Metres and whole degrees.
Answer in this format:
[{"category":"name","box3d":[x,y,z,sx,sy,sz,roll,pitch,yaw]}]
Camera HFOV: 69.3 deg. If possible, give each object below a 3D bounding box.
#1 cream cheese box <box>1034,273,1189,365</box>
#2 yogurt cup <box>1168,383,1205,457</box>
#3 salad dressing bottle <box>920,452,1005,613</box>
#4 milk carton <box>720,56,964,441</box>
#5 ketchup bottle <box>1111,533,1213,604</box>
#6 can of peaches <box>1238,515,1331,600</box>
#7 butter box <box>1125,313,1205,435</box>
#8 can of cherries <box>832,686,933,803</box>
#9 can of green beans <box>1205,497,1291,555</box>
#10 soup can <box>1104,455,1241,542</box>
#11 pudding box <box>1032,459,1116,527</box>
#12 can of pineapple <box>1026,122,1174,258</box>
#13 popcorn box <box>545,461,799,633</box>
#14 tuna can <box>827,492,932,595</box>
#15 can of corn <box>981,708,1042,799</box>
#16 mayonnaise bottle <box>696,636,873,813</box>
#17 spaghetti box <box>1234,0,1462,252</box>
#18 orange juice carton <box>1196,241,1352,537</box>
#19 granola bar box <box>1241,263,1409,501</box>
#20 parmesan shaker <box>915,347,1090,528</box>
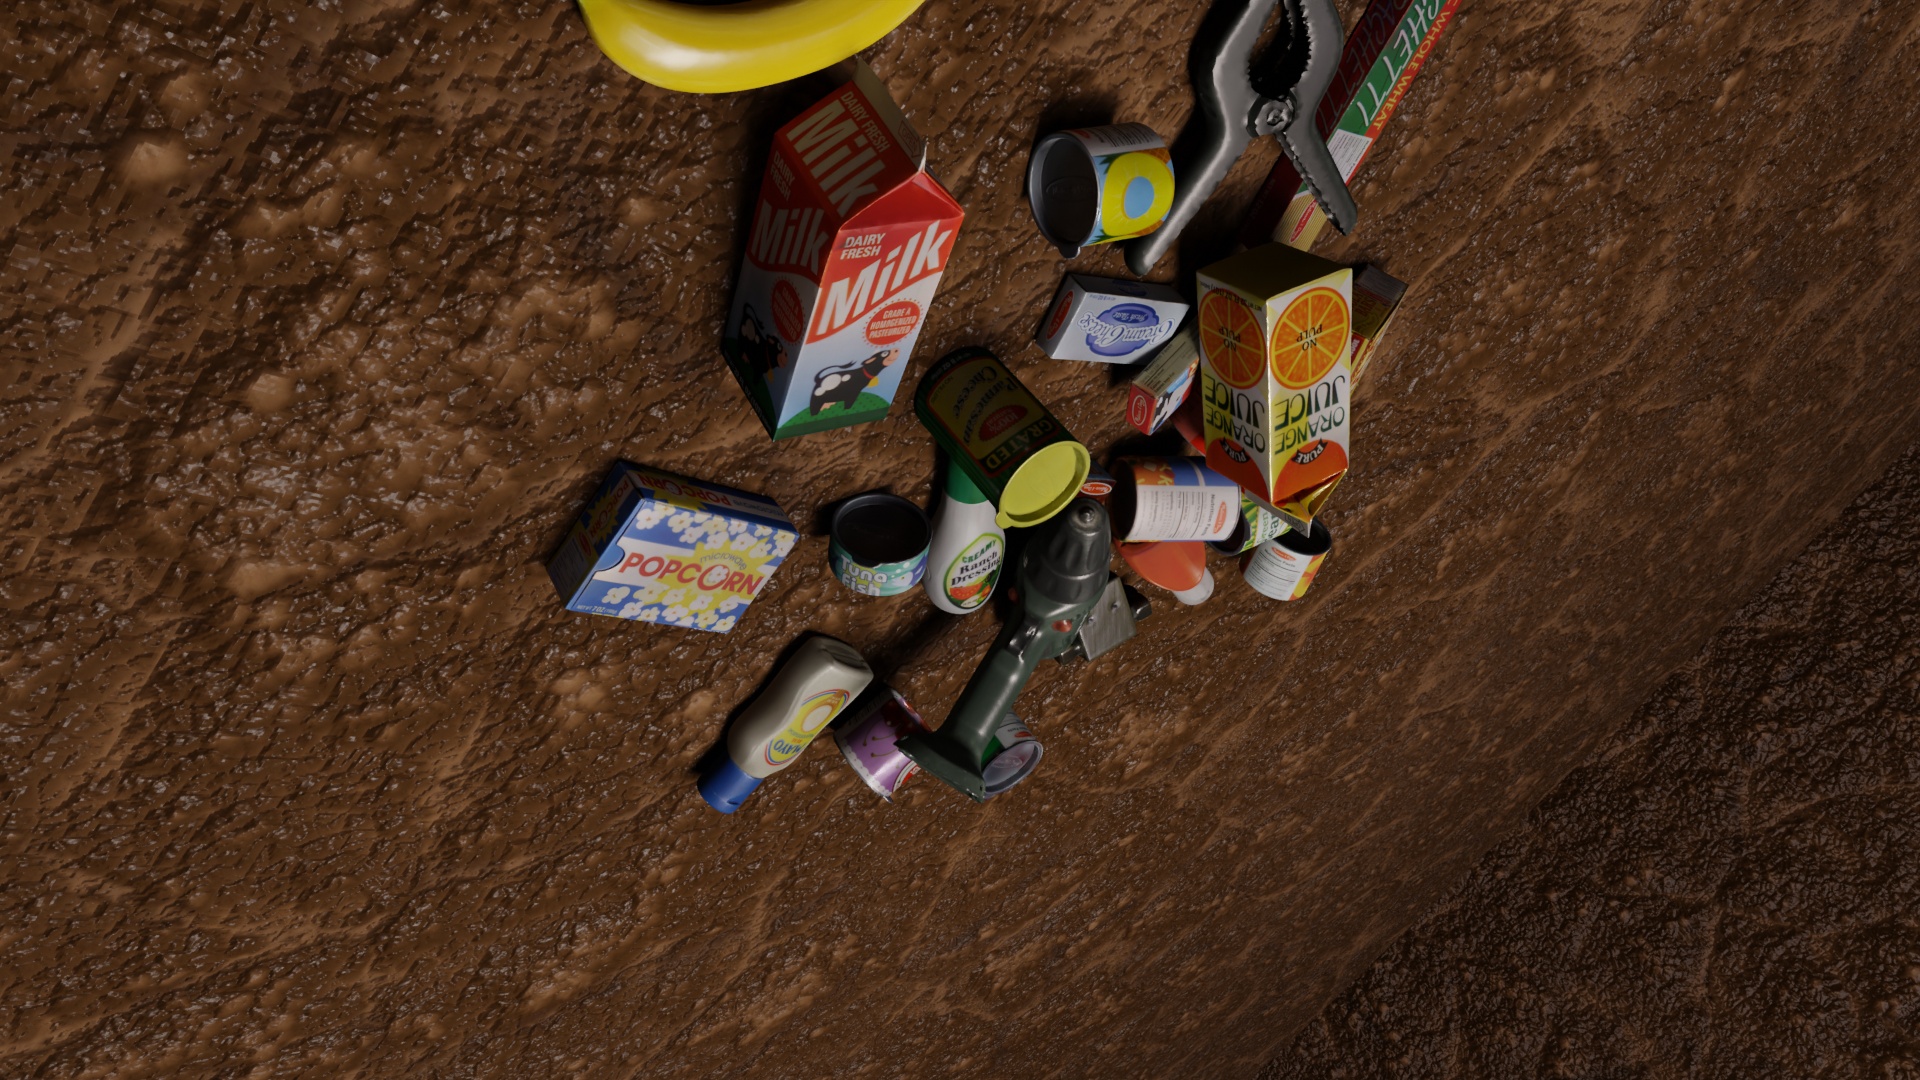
[{"category":"cream cheese box","box3d":[0.101,-0.145,0.921,0.104,0.024,0.053,-3,133,-42]},{"category":"yogurt cup","box3d":[0.189,-0.096,1.028,0.053,0.072,0.072,-43,147,20]},{"category":"salad dressing bottle","box3d":[0.003,-0.012,0.964,0.064,0.044,0.146,-25,143,-26]},{"category":"milk carton","box3d":[-0.059,-0.143,0.701,0.074,0.072,0.189,-15,148,-32]},{"category":"ketchup bottle","box3d":[0.176,0.013,1.158,0.065,0.043,0.148,-44,146,1]},{"category":"can of peaches","box3d":[0.292,0.010,1.247,0.071,0.071,0.057,-13,138,-33]},{"category":"butter box","box3d":[0.157,-0.124,0.968,0.104,0.024,0.053,-46,163,-18]},{"category":"can of cherries","box3d":[-0.055,0.159,1.082,0.058,0.072,0.071,-41,146,0]},{"category":"can of green beans","box3d":[0.235,-0.027,1.147,0.058,0.071,0.070,-20,142,-26]},{"category":"soup can","box3d":[0.158,-0.033,1.053,0.084,0.072,0.071,0,133,-17]},{"category":"pudding box","box3d":[0.069,-0.035,1.013,0.084,0.030,0.049,3,127,-46]},{"category":"can of pineapple","box3d":[0.080,-0.202,0.797,0.058,0.071,0.070,-17,140,-30]},{"category":"popcorn box","box3d":[-0.169,0.007,0.827,0.127,0.038,0.085,15,120,-51]},{"category":"tuna can","box3d":[-0.054,0.004,0.905,0.071,0.071,0.032,-19,142,-28]},{"category":"can of corn","box3d":[0.025,0.176,1.189,0.071,0.058,0.070,-25,144,-20]},{"category":"mayonnaise bottle","box3d":[-0.131,0.135,1.007,0.148,0.041,0.064,-48,147,11]},{"category":"spaghetti box","box3d":[0.263,-0.294,0.899,0.050,0.029,0.248,-2,132,-42]},{"category":"orange juice carton","box3d":[0.213,-0.096,0.942,0.073,0.072,0.191,-24,125,-22]},{"category":"granola bar box","box3d":[0.279,-0.115,1.066,0.125,0.039,0.164,-44,159,-49]},{"category":"parmesan shaker","box3d":[0.022,-0.064,0.868,0.071,0.103,0.071,-25,143,-21]}]
